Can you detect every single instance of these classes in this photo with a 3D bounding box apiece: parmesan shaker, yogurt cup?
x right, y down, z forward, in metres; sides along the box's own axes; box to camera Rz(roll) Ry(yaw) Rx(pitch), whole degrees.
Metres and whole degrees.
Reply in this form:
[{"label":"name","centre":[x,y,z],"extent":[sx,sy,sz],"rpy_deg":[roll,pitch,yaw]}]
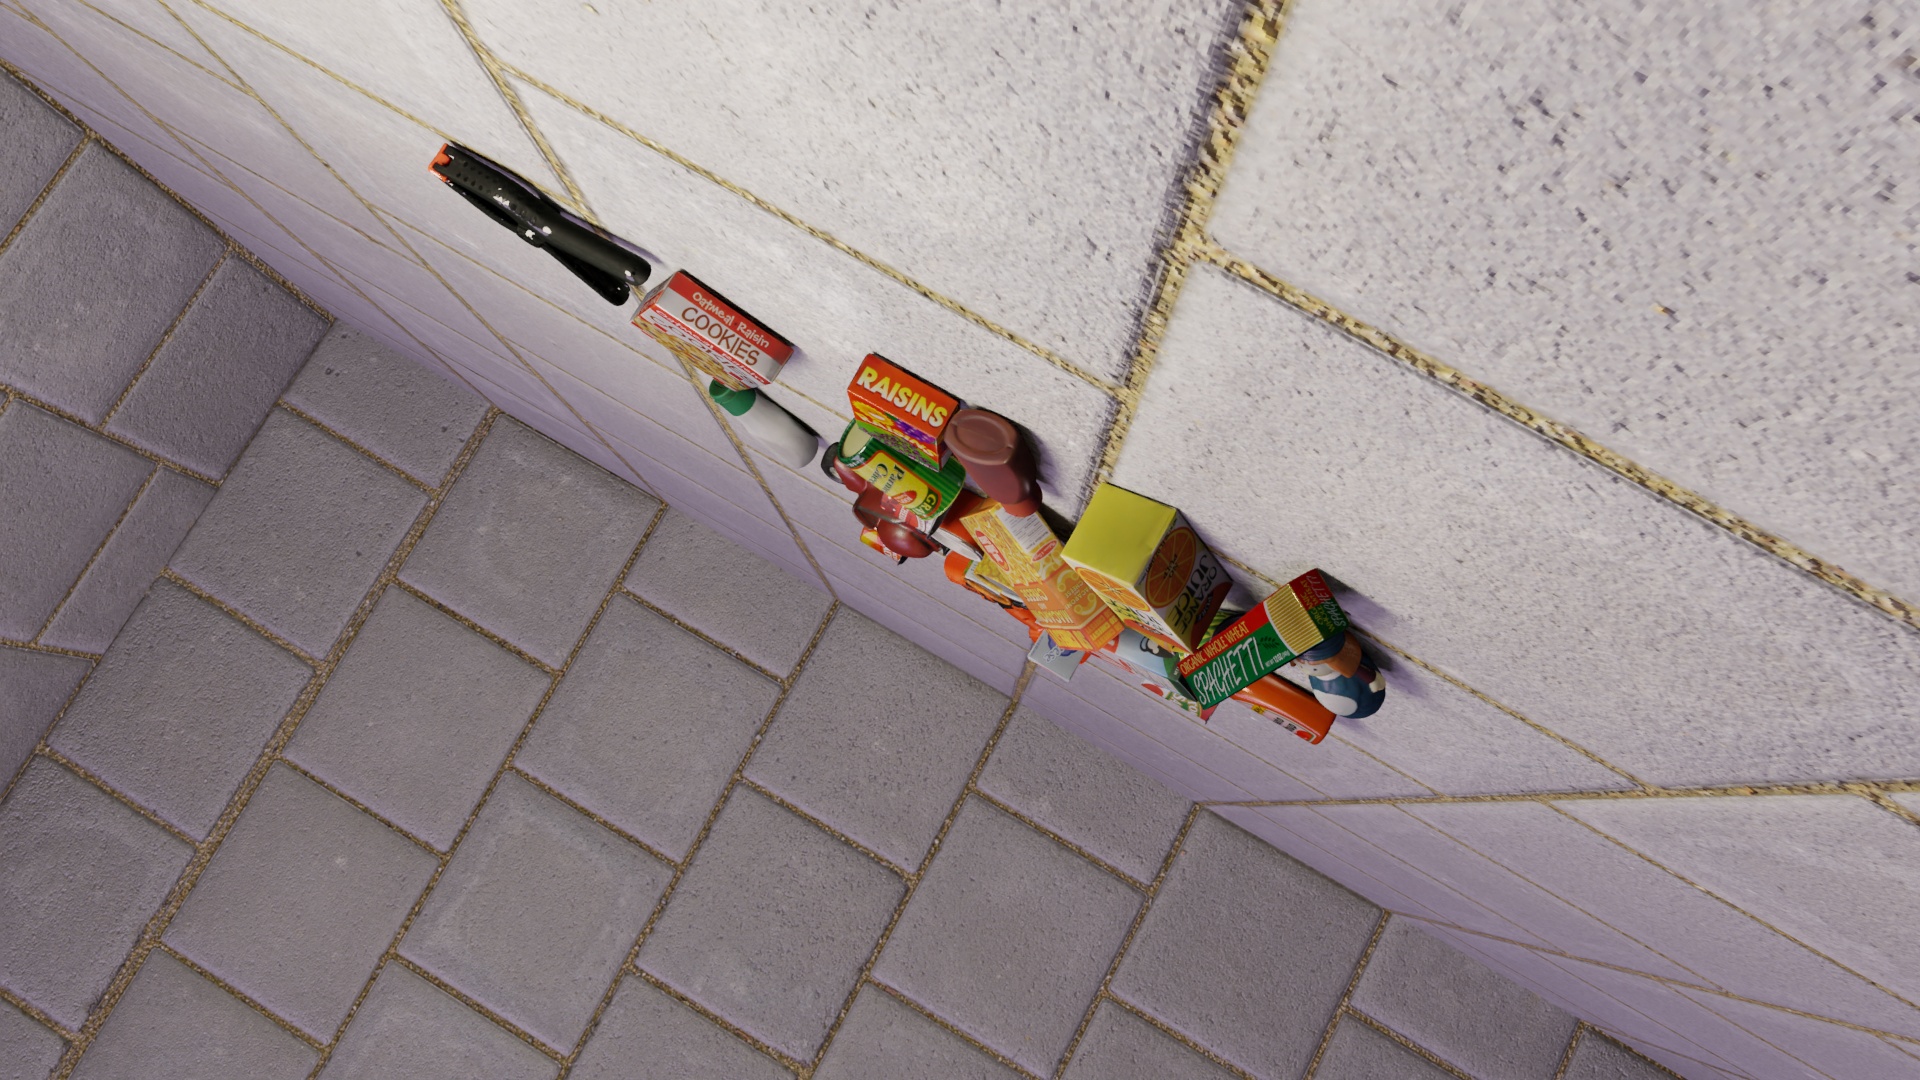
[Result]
[{"label":"parmesan shaker","centre":[-0.056,-0.072,1.274],"extent":[0.103,0.071,0.071],"rpy_deg":[35,169,-28]},{"label":"yogurt cup","centre":[0.005,-0.018,1.419],"extent":[0.072,0.054,0.072],"rpy_deg":[29,171,6]}]

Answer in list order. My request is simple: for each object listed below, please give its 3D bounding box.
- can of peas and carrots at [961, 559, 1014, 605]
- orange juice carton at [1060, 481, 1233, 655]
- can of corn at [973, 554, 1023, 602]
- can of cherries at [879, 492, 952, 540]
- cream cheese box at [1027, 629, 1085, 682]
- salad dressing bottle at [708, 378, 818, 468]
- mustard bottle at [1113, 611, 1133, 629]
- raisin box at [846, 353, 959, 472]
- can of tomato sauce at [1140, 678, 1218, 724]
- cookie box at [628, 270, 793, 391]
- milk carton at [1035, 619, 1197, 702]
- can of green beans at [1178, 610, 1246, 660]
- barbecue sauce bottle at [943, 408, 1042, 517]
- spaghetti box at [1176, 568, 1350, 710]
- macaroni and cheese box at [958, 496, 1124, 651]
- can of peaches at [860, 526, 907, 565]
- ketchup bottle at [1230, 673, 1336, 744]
[{"label":"can of peas and carrots","centre":[0.044,0.033,1.558],"extent":[0.071,0.059,0.071],"rpy_deg":[30,171,6]},{"label":"orange juice carton","centre":[0.163,0.033,1.148],"extent":[0.073,0.072,0.192],"rpy_deg":[24,169,36]},{"label":"can of corn","centre":[0.054,0.024,1.481],"extent":[0.071,0.058,0.071],"rpy_deg":[29,170,6]},{"label":"can of cherries","centre":[-0.040,-0.045,1.361],"extent":[0.058,0.071,0.071],"rpy_deg":[29,170,5]},{"label":"cream cheese box","centre":[0.121,0.097,1.523],"extent":[0.053,0.104,0.024],"rpy_deg":[30,174,6]},{"label":"salad dressing bottle","centre":[-0.215,-0.133,1.522],"extent":[0.064,0.044,0.147],"rpy_deg":[24,168,42]},{"label":"mustard bottle","centre":[0.165,0.048,1.294],"extent":[0.065,0.049,0.160],"rpy_deg":[36,170,-1]},{"label":"raisin box","centre":[-0.045,-0.105,1.159],"extent":[0.086,0.040,0.123],"rpy_deg":[30,172,5]},{"label":"can of tomato sauce","centre":[0.249,0.153,1.529],"extent":[0.083,0.071,0.071],"rpy_deg":[29,170,8]},{"label":"cookie box","centre":[-0.232,-0.190,1.279],"extent":[0.123,0.040,0.167],"rpy_deg":[33,171,-19]},{"label":"milk carton","centre":[0.169,0.090,1.436],"extent":[0.191,0.072,0.073],"rpy_deg":[23,168,32]},{"label":"can of green beans","centre":[0.241,0.097,1.270],"extent":[0.071,0.071,0.058],"rpy_deg":[33,170,-19]},{"label":"barbecue sauce bottle","centre":[0.035,-0.059,1.145],"extent":[0.065,0.044,0.148],"rpy_deg":[24,170,22]},{"label":"spaghetti box","centre":[0.236,0.085,1.115],"extent":[0.050,0.029,0.249],"rpy_deg":[61,161,12]},{"label":"macaroni and cheese box","centre":[0.077,0.029,1.332],"extent":[0.166,0.040,0.123],"rpy_deg":[52,168,-6]},{"label":"can of peaches","centre":[-0.081,-0.012,1.667],"extent":[0.058,0.071,0.071],"rpy_deg":[30,171,7]},{"label":"ketchup bottle","centre":[0.313,0.157,1.442],"extent":[0.149,0.043,0.064],"rpy_deg":[29,171,8]}]
